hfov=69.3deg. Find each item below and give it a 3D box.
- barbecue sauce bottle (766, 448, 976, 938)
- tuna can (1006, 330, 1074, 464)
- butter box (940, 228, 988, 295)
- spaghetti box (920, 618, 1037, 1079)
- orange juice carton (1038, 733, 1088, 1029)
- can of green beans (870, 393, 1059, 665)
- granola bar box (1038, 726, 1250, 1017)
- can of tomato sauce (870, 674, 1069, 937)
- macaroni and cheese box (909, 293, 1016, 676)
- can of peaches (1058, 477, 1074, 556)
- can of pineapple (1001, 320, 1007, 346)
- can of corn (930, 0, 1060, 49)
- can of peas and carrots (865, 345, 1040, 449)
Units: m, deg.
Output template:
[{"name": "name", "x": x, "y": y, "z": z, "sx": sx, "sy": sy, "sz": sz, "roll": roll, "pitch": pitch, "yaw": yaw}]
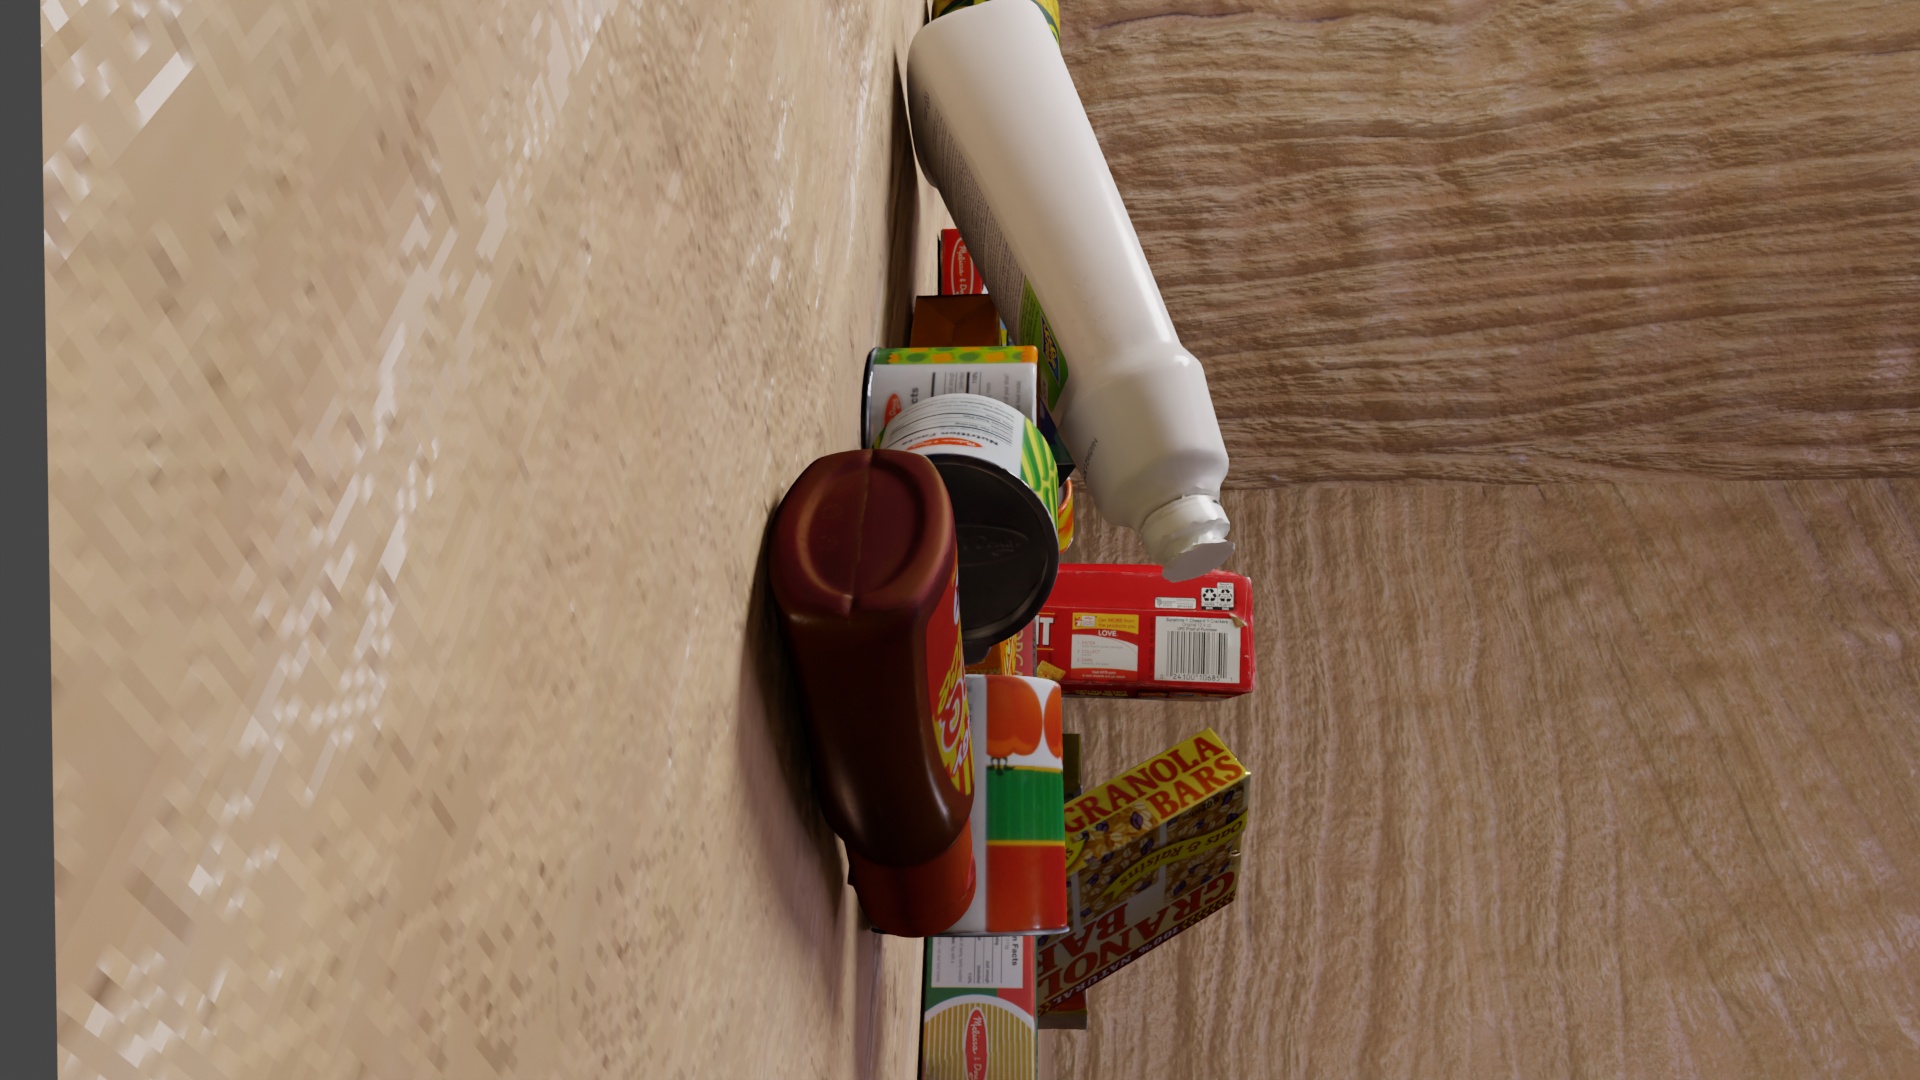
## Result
[{"name": "barbecue sauce bottle", "x": -0.019, "y": 0.050, "z": 0.369, "sx": 0.065, "sy": 0.044, "sz": 0.147, "roll": -87, "pitch": 174, "yaw": -48}, {"name": "tuna can", "x": 0.039, "y": -0.068, "z": 0.630, "sx": 0.071, "sy": 0.033, "sz": 0.071, "roll": -7, "pitch": 95, "yaw": -86}, {"name": "butter box", "x": 0.005, "y": -0.134, "z": 0.776, "sx": 0.103, "sy": 0.024, "sz": 0.053, "roll": 44, "pitch": 46, "yaw": -82}, {"name": "spaghetti box", "x": 0.012, "y": 0.147, "z": 0.653, "sx": 0.028, "sy": 0.050, "sz": 0.251, "roll": 85, "pitch": 6, "yaw": -57}, {"name": "orange juice carton", "x": 0.043, "y": 0.223, "z": 0.868, "sx": 0.073, "sy": 0.072, "sz": 0.192, "roll": -73, "pitch": 161, "yaw": -73}, {"name": "can of green beans", "x": -0.002, "y": -0.007, "z": 0.441, "sx": 0.058, "sy": 0.071, "sz": 0.071, "roll": -81, "pitch": 169, "yaw": -65}, {"name": "granola bar box", "x": 0.074, "y": 0.183, "z": 0.733, "sx": 0.039, "sy": 0.166, "sz": 0.123, "roll": 49, "pitch": -25, "yaw": 40}, {"name": "can of tomato sauce", "x": 0.004, "y": 0.091, "z": 0.476, "sx": 0.071, "sy": 0.071, "sz": 0.083, "roll": 68, "pitch": 21, "yaw": -77}, {"name": "macaroni and cheese box", "x": 0.002, "y": -0.008, "z": 0.629, "sx": 0.165, "sy": 0.040, "sz": 0.124, "roll": 83, "pitch": 8, "yaw": -47}, {"name": "can of peaches", "x": 0.055, "y": -0.022, "z": 1.092, "sx": 0.057, "sy": 0.071, "sz": 0.071, "roll": 82, "pitch": 8, "yaw": -55}, {"name": "can of pineapple", "x": 0.031, "y": -0.121, "z": 0.870, "sx": 0.071, "sy": 0.058, "sz": 0.071, "roll": -5, "pitch": 94, "yaw": -85}, {"name": "can of corn", "x": 0.018, "y": -0.246, "z": 0.689, "sx": 0.070, "sy": 0.071, "sz": 0.058, "roll": 82, "pitch": 8, "yaw": -54}, {"name": "can of peas and carrots", "x": -0.001, "y": -0.037, "z": 0.500, "sx": 0.071, "sy": 0.059, "sz": 0.071, "roll": -4, "pitch": 94, "yaw": -85}]
